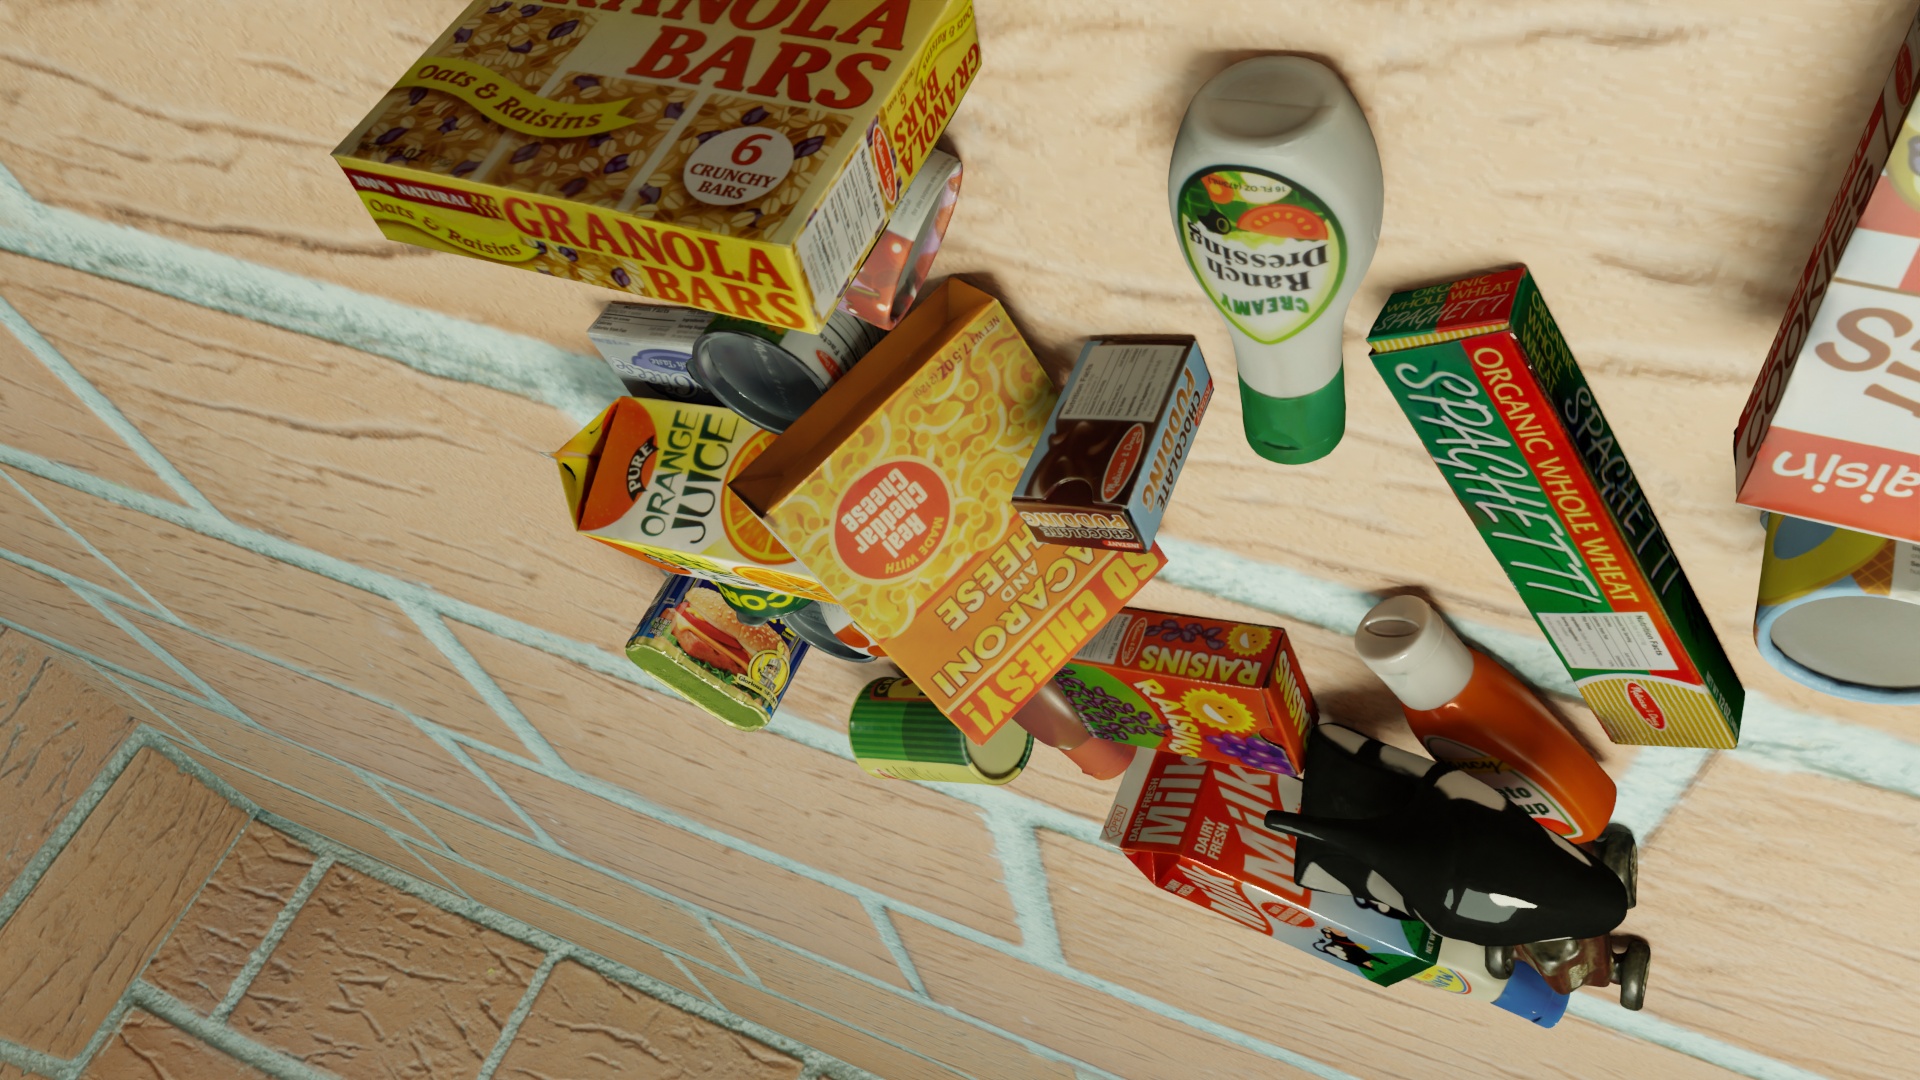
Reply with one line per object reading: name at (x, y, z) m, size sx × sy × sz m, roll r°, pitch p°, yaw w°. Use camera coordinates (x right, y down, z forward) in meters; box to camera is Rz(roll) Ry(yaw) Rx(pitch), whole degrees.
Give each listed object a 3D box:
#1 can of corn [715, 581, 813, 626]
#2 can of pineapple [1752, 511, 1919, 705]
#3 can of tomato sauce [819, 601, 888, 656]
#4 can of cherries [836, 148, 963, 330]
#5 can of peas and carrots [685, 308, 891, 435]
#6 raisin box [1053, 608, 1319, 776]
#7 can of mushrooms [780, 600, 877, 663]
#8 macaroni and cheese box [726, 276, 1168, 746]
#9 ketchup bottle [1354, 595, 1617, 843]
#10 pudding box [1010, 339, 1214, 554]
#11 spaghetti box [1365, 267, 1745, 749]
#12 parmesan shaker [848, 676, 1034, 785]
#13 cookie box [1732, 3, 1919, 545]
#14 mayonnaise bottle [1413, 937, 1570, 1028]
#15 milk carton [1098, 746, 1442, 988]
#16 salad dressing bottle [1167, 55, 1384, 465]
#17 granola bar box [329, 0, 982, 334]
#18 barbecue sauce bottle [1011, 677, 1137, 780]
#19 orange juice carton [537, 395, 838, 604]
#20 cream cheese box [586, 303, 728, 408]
can of corn at (-0.107, 0.002, 0.745) m, size 0.071 × 0.071 × 0.058 m, roll 15°, pitch 149°, yaw 20°
can of pineapple at (0.290, 0.012, 0.441) m, size 0.071 × 0.058 × 0.070 m, roll 20°, pitch 152°, yaw 12°
can of tomato sauce at (-0.028, 0.020, 0.716) m, size 0.071 × 0.071 × 0.082 m, roll 33°, pitch 152°, yaw -11°
can of cherries at (-0.038, -0.114, 0.496) m, size 0.058 × 0.072 × 0.071 m, roll 24°, pitch 152°, yaw 2°
can of peas and carrots at (-0.071, -0.085, 0.580) m, size 0.071 × 0.059 × 0.070 m, roll 21°, pitch 151°, yaw 12°
raisin box at (0.114, 0.076, 0.719) m, size 0.123 × 0.040 × 0.085 m, roll 6°, pitch 145°, yaw 32°
can of mushrooms at (-0.072, 0.040, 0.821) m, size 0.071 × 0.033 × 0.070 m, roll 21°, pitch 152°, yaw 12°
macaroni and cheese box at (0.002, -0.007, 0.583) m, size 0.040 × 0.124 × 0.166 m, roll 38°, pitch 170°, yaw 51°
ketchup bottle at (0.232, 0.081, 0.623) m, size 0.148 × 0.044 × 0.064 m, roll 42°, pitch 157°, yaw -26°
pudding box at (0.058, -0.037, 0.525) m, size 0.049 × 0.084 × 0.030 m, roll 5°, pitch 146°, yaw 33°
spaghetti box at (0.225, 0.000, 0.507) m, size 0.050 × 0.029 × 0.249 m, roll -5°, pitch 139°, yaw 44°
parmesan shaker at (-0.010, 0.118, 0.869) m, size 0.103 × 0.071 × 0.071 m, roll -7°, pitch 138°, yaw 45°
cookie box at (0.268, -0.066, 0.313) m, size 0.123 × 0.040 × 0.166 m, roll 16°, pitch 136°, yaw 19°
mayonnaise bottle at (0.300, 0.255, 0.863) m, size 0.148 × 0.041 × 0.064 m, roll 23°, pitch 152°, yaw 8°
milk carton at (0.180, 0.182, 0.808) m, size 0.191 × 0.072 × 0.073 m, roll 24°, pitch 152°, yaw 6°
salad dressing bottle at (0.105, -0.083, 0.451) m, size 0.064 × 0.044 × 0.147 m, roll 13°, pitch 150°, yaw 26°
granola bar box at (-0.093, -0.136, 0.441) m, size 0.165 × 0.125 × 0.039 m, roll 15°, pitch 150°, yaw 20°
barbecue sauce bottle at (0.044, 0.084, 0.787) m, size 0.148 × 0.044 × 0.065 m, roll 43°, pitch 159°, yaw -30°
orange juice carton at (-0.111, -0.020, 0.666) m, size 0.193 × 0.073 × 0.071 m, roll 9°, pitch 168°, yaw 29°
cream cheese box at (-0.123, -0.084, 0.662) m, size 0.104 × 0.024 × 0.053 m, roll 9°, pitch 149°, yaw 29°
